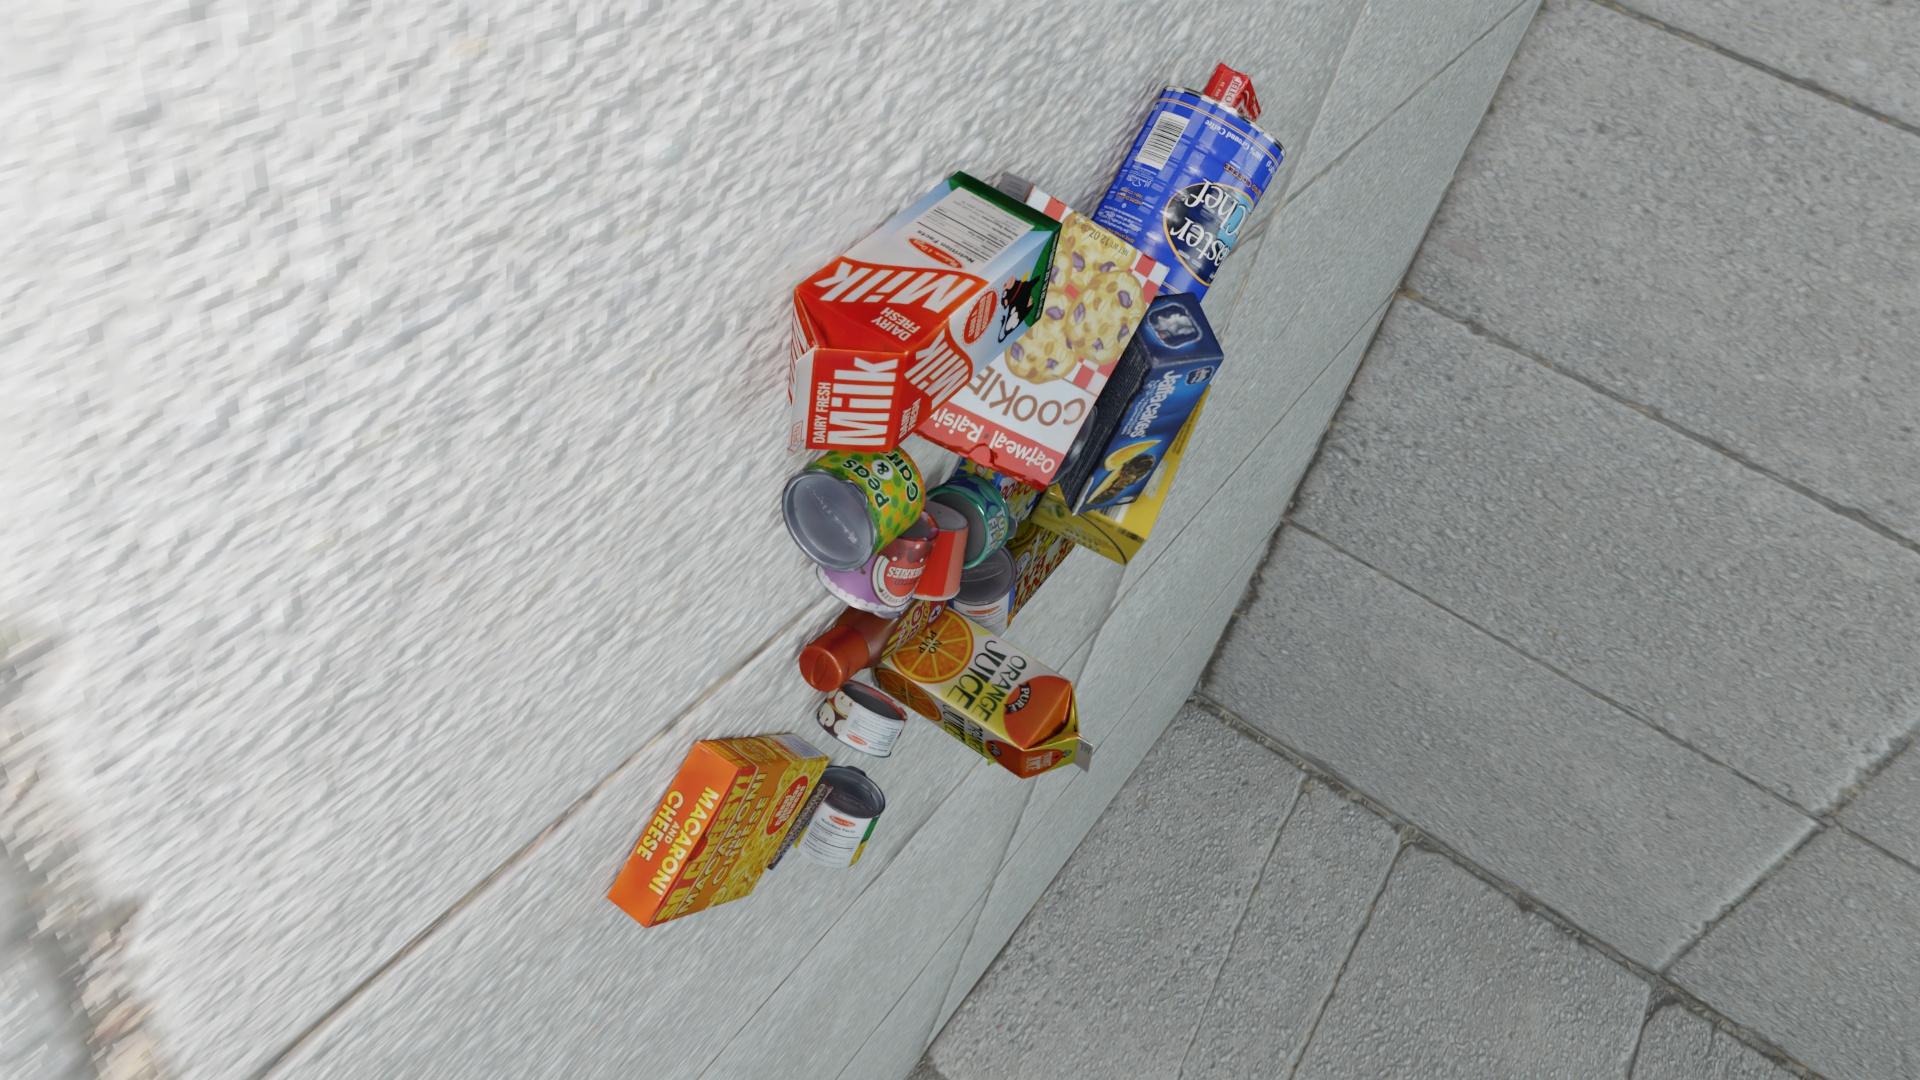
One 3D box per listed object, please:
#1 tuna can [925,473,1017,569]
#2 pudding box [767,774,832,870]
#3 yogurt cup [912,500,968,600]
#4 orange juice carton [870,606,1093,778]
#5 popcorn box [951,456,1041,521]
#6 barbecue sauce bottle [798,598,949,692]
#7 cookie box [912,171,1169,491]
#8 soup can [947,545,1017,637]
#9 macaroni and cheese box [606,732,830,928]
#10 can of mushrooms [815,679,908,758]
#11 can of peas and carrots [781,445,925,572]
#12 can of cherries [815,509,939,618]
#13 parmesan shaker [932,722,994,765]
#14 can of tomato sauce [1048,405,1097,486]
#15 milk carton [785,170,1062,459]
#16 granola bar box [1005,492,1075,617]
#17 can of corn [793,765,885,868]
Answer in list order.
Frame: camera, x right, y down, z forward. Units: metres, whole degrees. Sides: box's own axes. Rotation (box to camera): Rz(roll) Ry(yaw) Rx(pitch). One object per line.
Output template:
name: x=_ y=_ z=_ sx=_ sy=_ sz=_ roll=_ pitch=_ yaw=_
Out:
tuna can: x=0.004 y=-0.013 z=1.033 sx=0.033 sy=0.071 sz=0.070 roll=-34 pitch=151 yaw=-53
pudding box: x=-0.140 y=0.217 z=1.099 sx=0.084 sy=0.030 sz=0.049 roll=-53 pitch=164 yaw=-16
yogurt cup: x=-0.027 y=0.005 z=0.992 sx=0.072 sy=0.072 sz=0.053 roll=-26 pitch=136 yaw=-62
orange juice carton: x=0.025 y=0.127 z=1.129 sx=0.073 sy=0.193 sz=0.071 roll=-52 pitch=162 yaw=-23
popcorn box: x=0.034 y=-0.053 z=1.111 sx=0.085 sy=0.038 sz=0.127 roll=-63 pitch=164 yaw=20
barbecue sauce bottle: x=-0.063 y=0.064 z=1.027 sx=0.149 sy=0.044 sz=0.064 roll=-35 pitch=153 yaw=-53
cookie box: x=0.042 y=-0.128 z=0.880 sx=0.123 sy=0.040 sz=0.167 roll=22 pitch=102 yaw=-36
soup can: x=0.013 y=0.039 z=1.171 sx=0.071 sy=0.071 sz=0.083 roll=-52 pitch=163 yaw=-22
macaroni and cheese box: x=-0.164 y=0.199 z=0.977 sx=0.123 sy=0.040 sz=0.166 roll=-60 pitch=164 yaw=2
can of mushrooms: x=-0.077 y=0.137 z=1.082 sx=0.033 sy=0.071 sz=0.071 roll=-62 pitch=164 yaw=8
can of peas and carrots: x=-0.062 y=-0.025 z=0.825 sx=0.059 sy=0.071 sz=0.070 roll=-41 pitch=156 yaw=-48
can of cherries: x=-0.052 y=0.008 z=0.906 sx=0.072 sy=0.071 sz=0.058 roll=-26 pitch=144 yaw=-61
parmesan shaker: x=0.004 y=0.150 z=1.270 sx=0.071 sy=0.103 sz=0.071 roll=-52 pitch=162 yaw=-23
can of tomato sauce: x=0.046 y=-0.087 z=1.001 sx=0.071 sy=0.083 sz=0.071 roll=-51 pitch=163 yaw=-23
milk carton: x=-0.030 y=-0.116 z=0.742 sx=0.191 sy=0.073 sz=0.072 roll=-45 pitch=159 yaw=-38
granola bar box: x=0.063 y=0.008 z=1.302 sx=0.166 sy=0.039 sz=0.123 roll=-46 pitch=160 yaw=-36
can of corn: x=-0.104 y=0.232 z=1.172 sx=0.071 sy=0.071 sz=0.058 roll=-25 pitch=144 yaw=-62
